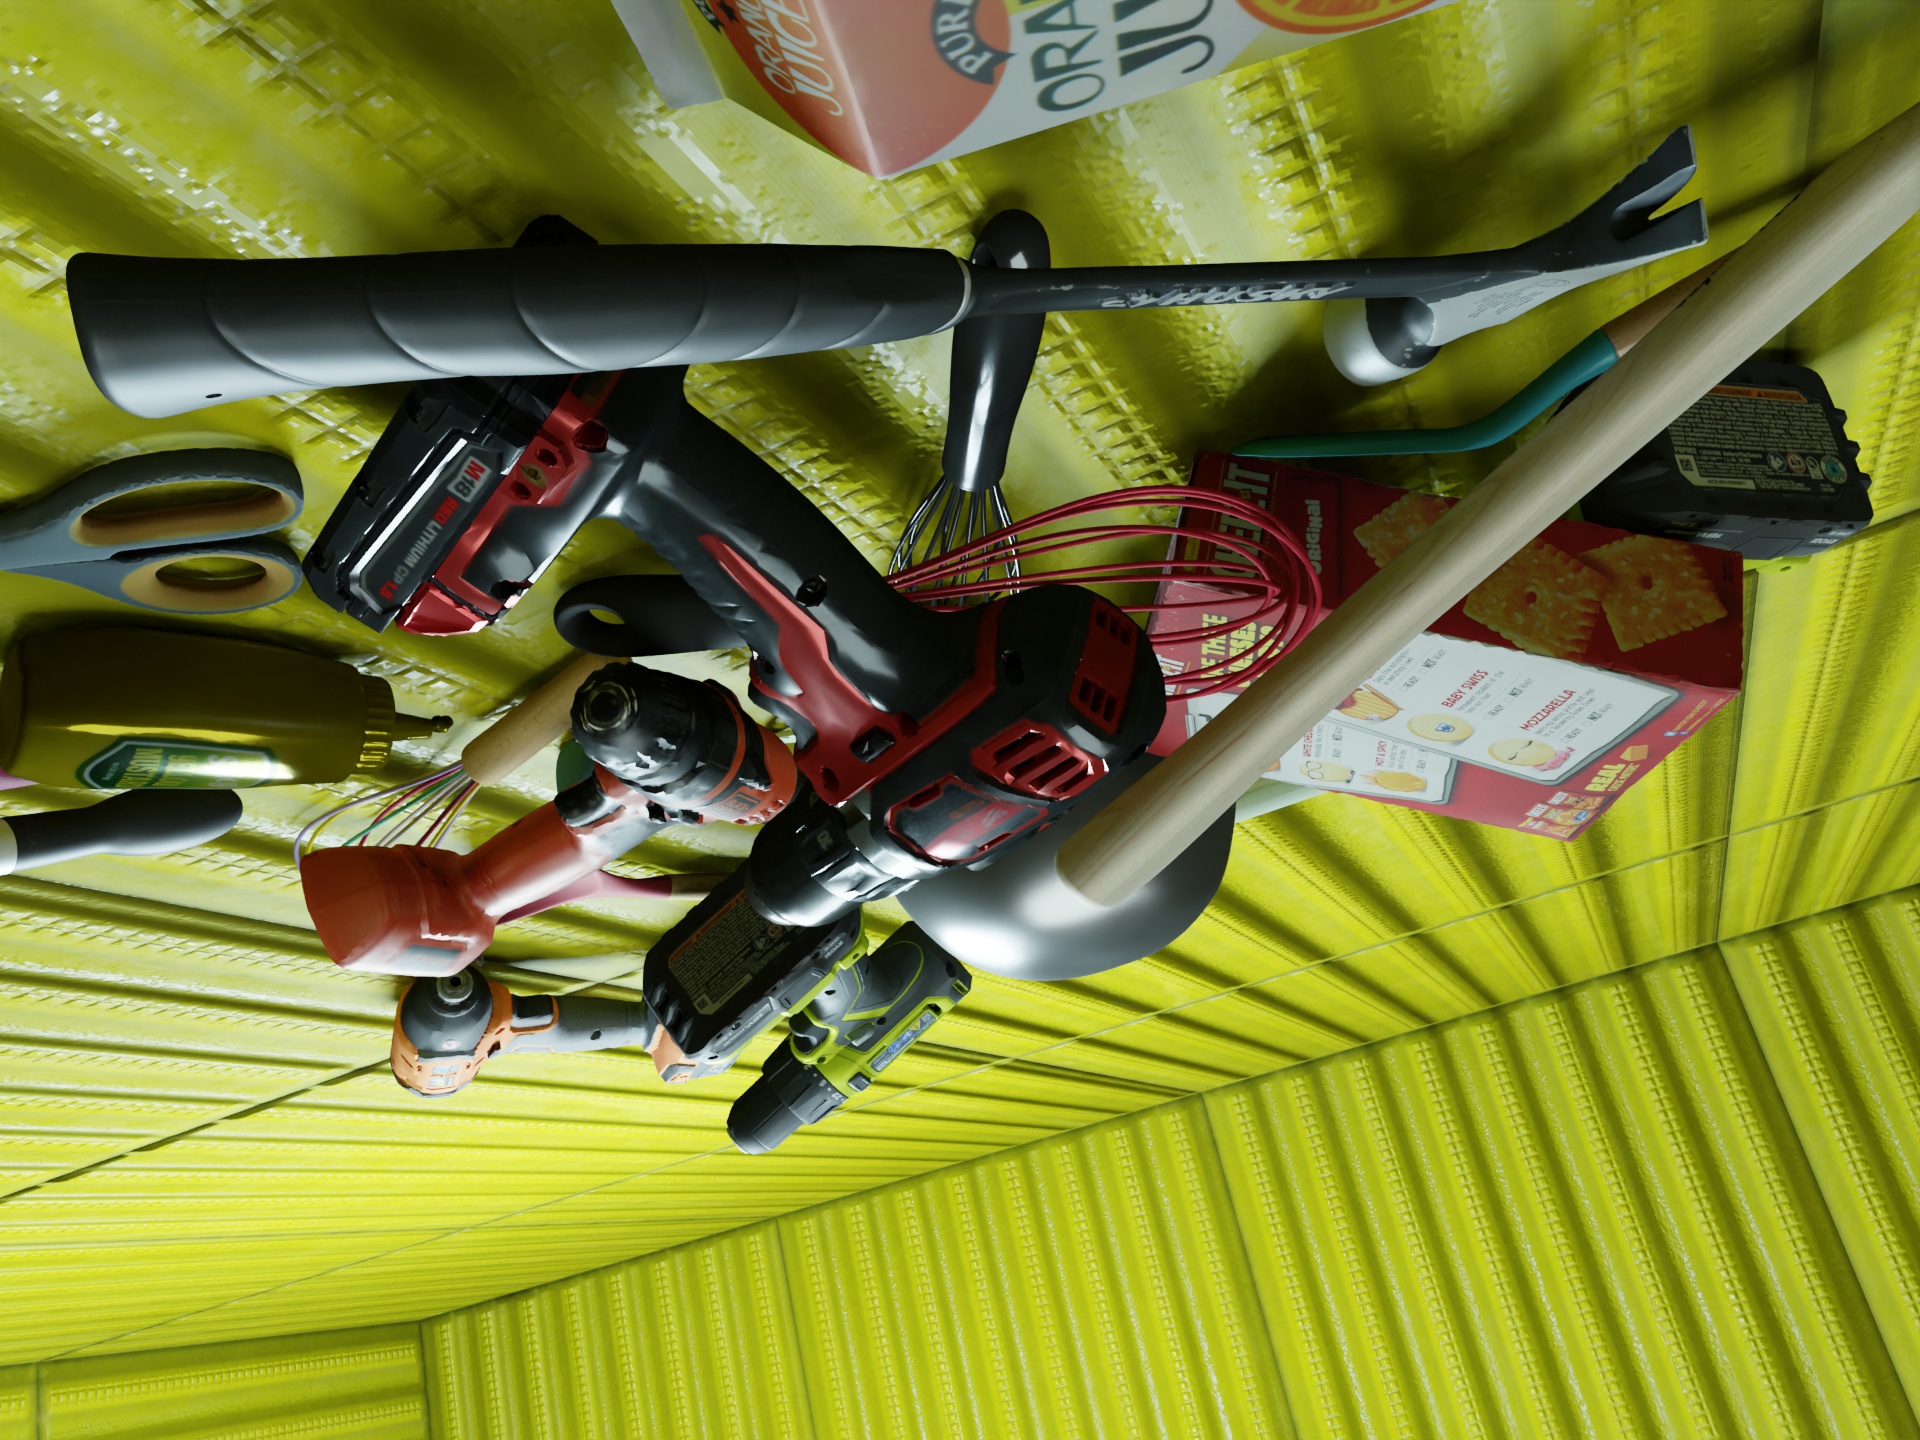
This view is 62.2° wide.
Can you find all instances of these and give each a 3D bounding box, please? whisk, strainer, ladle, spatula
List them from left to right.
[{"bbox_3d":[-0.395,0.054,0.588,0.070,0.070,0.284,-28,171,32],"label":"whisk"},{"bbox_3d":[-0.227,0.032,0.721,0.245,0.047,0.051,-32,151,31],"label":"whisk"},{"bbox_3d":[-0.154,0.100,0.954,0.315,0.031,0.069,5,145,-44],"label":"ladle"},{"bbox_3d":[-0.022,-0.039,0.557,0.296,0.073,0.073,0,165,25],"label":"whisk"},{"bbox_3d":[0.005,-0.088,0.561,0.055,0.055,0.238,-10,155,-11],"label":"whisk"},{"bbox_3d":[0.059,0.106,0.884,0.211,0.095,0.340,-9,157,2],"label":"strainer"},{"bbox_3d":[0.148,0.062,1.028,0.246,0.059,0.058,-19,-165,2],"label":"whisk"},{"bbox_3d":[0.247,-0.154,0.556,0.317,0.044,0.082,-28,-174,14],"label":"spatula"}]

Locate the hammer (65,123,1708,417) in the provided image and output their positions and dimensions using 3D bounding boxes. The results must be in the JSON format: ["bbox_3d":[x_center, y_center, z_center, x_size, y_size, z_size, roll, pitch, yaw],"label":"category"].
[{"bbox_3d":[0.009,-0.107,0.397,0.409,0.036,0.149,-11,-179,-28],"label":"hammer"}]

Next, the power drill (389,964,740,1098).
[{"bbox_3d":[-0.256,0.193,1.053,0.226,0.084,0.164,-1,153,-22],"label":"power drill"}]

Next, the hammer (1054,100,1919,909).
[{"bbox_3d":[0.175,-0.070,0.508,0.410,0.038,0.146,-45,168,24],"label":"hammer"}]

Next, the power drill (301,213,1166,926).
[{"bbox_3d":[-0.074,-0.020,0.488,0.226,0.080,0.188,34,137,-20],"label":"power drill"}]

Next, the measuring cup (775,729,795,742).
[{"bbox_3d":[-0.044,-0.016,0.736,0.083,0.038,0.167,4,169,-41],"label":"measuring cup"}]

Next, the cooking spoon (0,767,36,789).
[{"bbox_3d":[-0.496,0.035,0.592,0.319,0.017,0.068,-9,157,-13],"label":"cooking spoon"}]

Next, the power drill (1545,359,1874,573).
[{"bbox_3d":[0.274,-0.071,0.728,0.171,0.080,0.223,0,158,-20],"label":"power drill"}]

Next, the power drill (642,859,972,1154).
[{"bbox_3d":[-0.103,0.184,1.003,0.190,0.080,0.228,-42,149,-4],"label":"power drill"}]

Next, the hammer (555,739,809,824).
[{"bbox_3d":[-0.075,0.046,0.859,0.128,0.033,0.330,-29,154,36],"label":"hammer"}]
